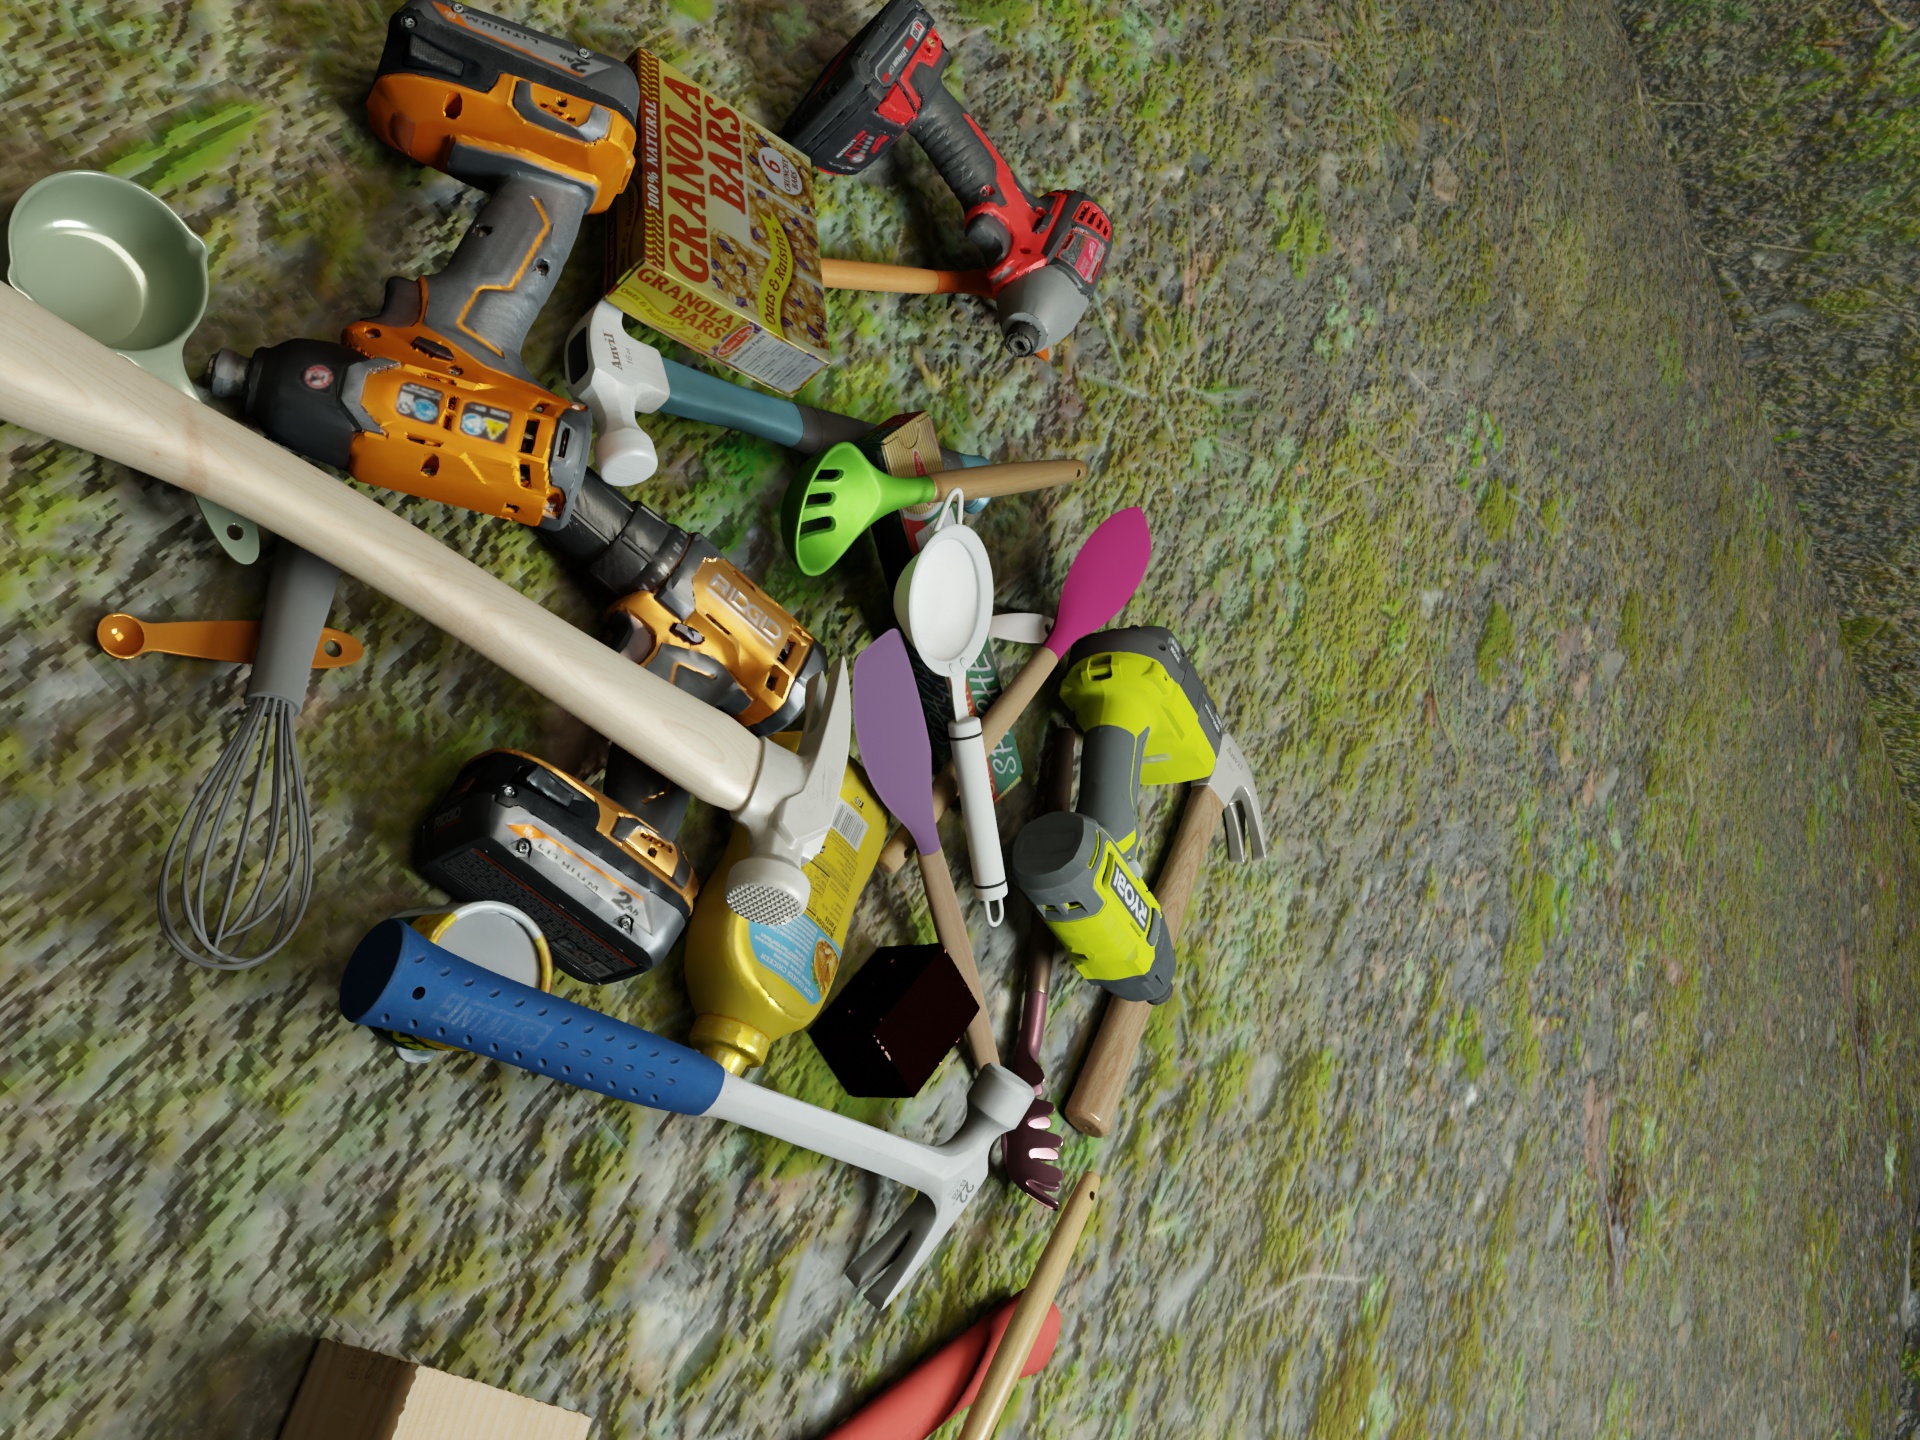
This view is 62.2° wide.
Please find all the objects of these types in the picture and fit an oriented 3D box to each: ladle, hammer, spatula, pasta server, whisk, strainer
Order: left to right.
[{"bbox_3d":[-0.284,-0.008,0.665,0.055,0.055,0.239,28,50,-41],"label":"whisk"},{"bbox_3d":[-0.218,-0.063,0.685,0.410,0.038,0.146,33,46,-27],"label":"hammer"},{"bbox_3d":[-0.116,0.185,0.759,0.405,0.035,0.144,35,85,-45],"label":"hammer"},{"bbox_3d":[-0.089,-0.168,0.924,0.330,0.033,0.128,7,58,-51],"label":"hammer"},{"bbox_3d":[-0.070,0.387,0.839,0.359,0.037,0.149,-18,95,-47],"label":"hammer"},{"bbox_3d":[-0.042,-0.281,1.027,0.322,0.041,0.081,-10,88,-44],"label":"spatula"},{"bbox_3d":[-0.014,0.097,0.920,0.060,0.018,0.315,-43,128,-44],"label":"spatula"},{"bbox_3d":[-0.001,-0.003,0.915,0.087,0.050,0.258,-25,109,-53],"label":"strainer"},{"bbox_3d":[0.015,0.384,0.885,0.069,0.031,0.315,54,46,-24],"label":"ladle"},{"bbox_3d":[0.060,0.152,1.031,0.060,0.040,0.316,87,10,-67],"label":"pasta server"},{"bbox_3d":[0.144,0.144,1.129,0.130,0.031,0.331,48,51,-29],"label":"hammer"}]

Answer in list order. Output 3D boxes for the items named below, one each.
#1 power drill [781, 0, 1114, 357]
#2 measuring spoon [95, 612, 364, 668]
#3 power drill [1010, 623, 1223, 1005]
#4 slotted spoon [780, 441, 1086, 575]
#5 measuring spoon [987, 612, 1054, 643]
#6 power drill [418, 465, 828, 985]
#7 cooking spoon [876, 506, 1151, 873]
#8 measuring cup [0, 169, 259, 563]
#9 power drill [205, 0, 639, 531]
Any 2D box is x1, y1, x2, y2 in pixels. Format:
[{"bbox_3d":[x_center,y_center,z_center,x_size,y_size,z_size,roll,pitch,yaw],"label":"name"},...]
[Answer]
[{"bbox_3d":[0.001,-0.335,1.012,0.219,0.078,0.143,40,50,-23],"label":"power drill"},{"bbox_3d":[-0.314,-0.033,0.687,0.116,0.011,0.021,2,73,-51],"label":"measuring spoon"},{"bbox_3d":[0.109,0.063,1.046,0.171,0.080,0.223,53,40,-38],"label":"power drill"},{"bbox_3d":[-0.007,-0.133,0.914,0.313,0.031,0.070,-20,127,-55],"label":"slotted spoon"},{"bbox_3d":[0.029,-0.061,1.065,0.124,0.018,0.034,-2,81,-54],"label":"measuring spoon"},{"bbox_3d":[-0.175,-0.010,0.781,0.185,0.084,0.226,42,48,-24],"label":"power drill"},{"bbox_3d":[0.042,-0.023,0.991,0.319,0.017,0.068,-51,138,-30],"label":"cooking spoon"},{"bbox_3d":[-0.339,-0.141,0.662,0.083,0.038,0.167,-34,108,-46],"label":"measuring cup"},{"bbox_3d":[-0.242,-0.213,0.739,0.164,0.084,0.227,13,74,-20],"label":"power drill"}]
